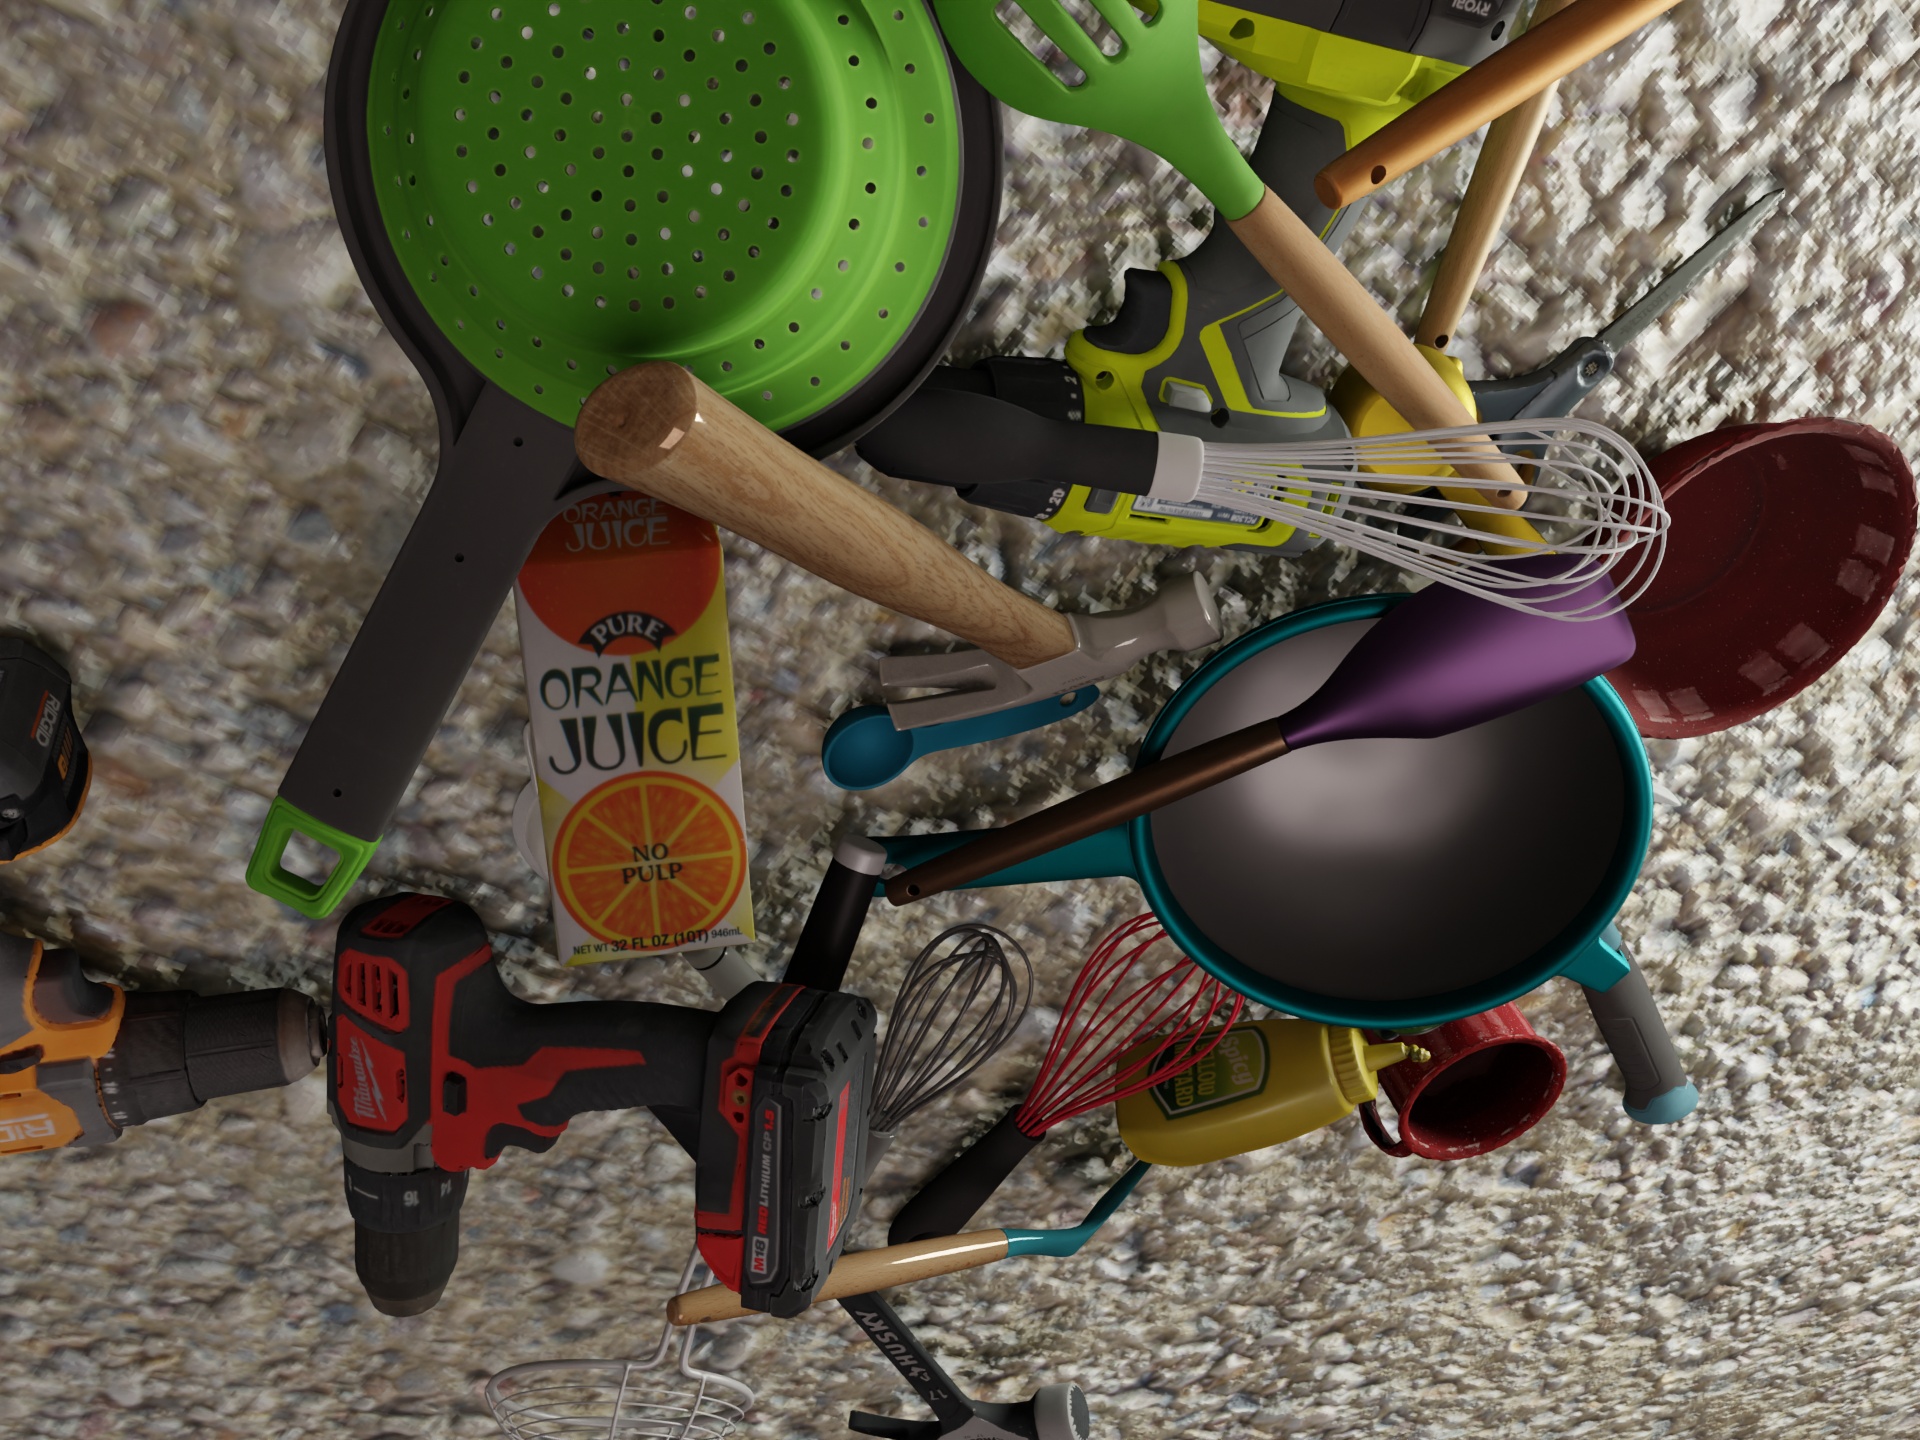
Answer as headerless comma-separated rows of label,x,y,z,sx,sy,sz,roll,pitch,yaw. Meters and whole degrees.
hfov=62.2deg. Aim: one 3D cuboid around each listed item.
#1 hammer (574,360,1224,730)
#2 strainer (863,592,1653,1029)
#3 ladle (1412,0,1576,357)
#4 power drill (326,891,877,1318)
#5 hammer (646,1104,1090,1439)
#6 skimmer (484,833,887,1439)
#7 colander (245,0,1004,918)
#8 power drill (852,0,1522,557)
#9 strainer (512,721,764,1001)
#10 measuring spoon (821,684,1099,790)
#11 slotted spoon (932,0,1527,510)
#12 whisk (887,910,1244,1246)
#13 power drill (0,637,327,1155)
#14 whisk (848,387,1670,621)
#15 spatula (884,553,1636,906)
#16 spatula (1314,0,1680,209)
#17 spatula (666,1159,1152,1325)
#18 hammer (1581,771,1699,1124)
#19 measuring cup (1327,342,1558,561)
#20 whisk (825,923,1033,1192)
hammer,-0.016,-0.047,0.528,0.130,0.031,0.331,-21,164,20
strainer,0.119,0.032,0.709,0.340,0.095,0.210,-7,118,14
ladle,0.218,-0.267,0.550,0.069,0.031,0.315,4,126,-15
power drill,-0.158,0.179,0.663,0.227,0.080,0.188,9,105,10
hammer,-0.072,0.295,0.855,0.149,0.036,0.408,-17,126,18
skimmer,-0.116,0.210,0.744,0.127,0.090,0.363,17,101,-22
colander,-0.128,-0.094,0.467,0.204,0.094,0.397,29,103,-10
power drill,0.073,-0.165,0.550,0.190,0.080,0.228,5,126,-19
strainer,-0.118,0.098,0.708,0.087,0.050,0.258,-19,133,17
measuring spoon,-0.001,-0.002,0.687,0.128,0.021,0.042,-14,135,-18
slotted spoon,0.106,-0.150,0.505,0.070,0.031,0.313,-38,132,23
whisk,0.045,0.196,0.818,0.073,0.073,0.295,21,123,-28
power drill,-0.353,0.080,0.601,0.185,0.084,0.226,-6,131,-13
whisk,0.103,-0.080,0.539,0.284,0.070,0.070,7,124,-5
spatula,0.105,0.013,0.635,0.316,0.018,0.059,-25,102,20
spatula,0.236,-0.249,0.505,0.322,0.041,0.080,-34,133,-10
spatula,-0.006,0.254,0.786,0.317,0.044,0.082,4,135,-40
hammer,0.351,0.132,0.875,0.128,0.033,0.330,-31,128,8
measuring cup,0.208,-0.085,0.639,0.062,0.029,0.156,-40,106,22
whisk,-0.036,0.189,0.744,0.055,0.055,0.239,17,118,-27
